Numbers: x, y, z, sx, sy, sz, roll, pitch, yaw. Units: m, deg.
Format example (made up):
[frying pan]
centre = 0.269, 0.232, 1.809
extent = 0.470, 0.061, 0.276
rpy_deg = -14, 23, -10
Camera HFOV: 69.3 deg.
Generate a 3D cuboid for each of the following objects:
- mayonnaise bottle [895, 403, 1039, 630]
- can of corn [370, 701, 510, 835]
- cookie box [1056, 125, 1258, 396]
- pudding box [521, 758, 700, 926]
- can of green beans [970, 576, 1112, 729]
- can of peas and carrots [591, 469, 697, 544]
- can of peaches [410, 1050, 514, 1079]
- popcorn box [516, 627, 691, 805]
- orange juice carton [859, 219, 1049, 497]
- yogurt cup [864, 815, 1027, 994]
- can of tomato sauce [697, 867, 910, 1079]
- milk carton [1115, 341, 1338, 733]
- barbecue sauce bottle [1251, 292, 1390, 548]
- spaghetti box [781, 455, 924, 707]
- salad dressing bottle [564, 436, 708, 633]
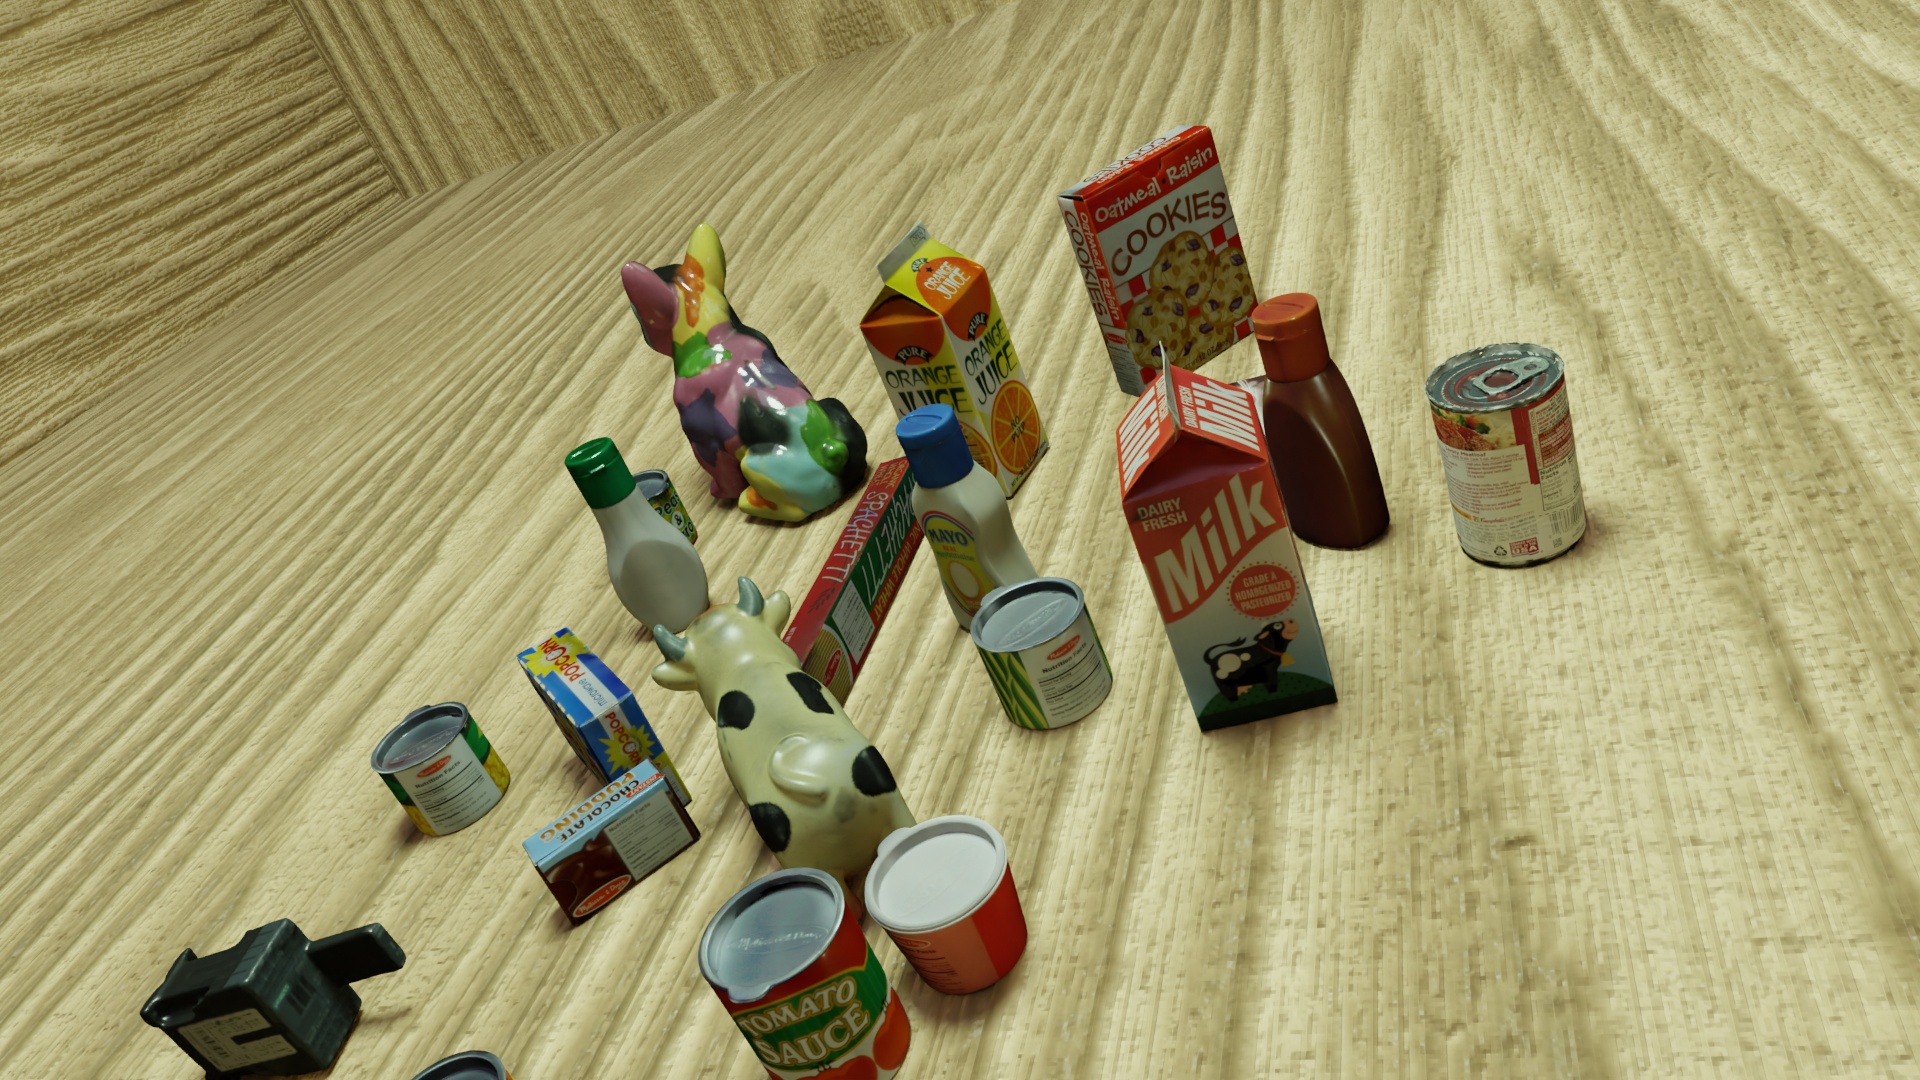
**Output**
[mayonnaise bottle]
centre = 0.003, -0.010, 0.835
extent = 0.065, 0.147, 0.041
rpy_deg = 7, 40, 42
[can of corn]
centre = -0.336, 0.146, 0.899
extent = 0.071, 0.058, 0.071
rpy_deg = -17, 29, 10
[cookie box]
centre = 0.154, -0.209, 1.045
extent = 0.123, 0.166, 0.040
rpy_deg = -33, 30, -19
[pudding box]
centre = -0.194, 0.167, 0.774
extent = 0.084, 0.049, 0.030
rpy_deg = -34, 31, -21
[can of green beans]
centre = 0.046, 0.063, 0.775
extent = 0.071, 0.057, 0.071
rpy_deg = -17, 29, 10
[can of peas and carrots]
centre = -0.251, -0.016, 1.114
extent = 0.071, 0.058, 0.071
rpy_deg = -17, 29, 10
[can of peaches]
centre = -0.213, 0.270, 0.606
extent = 0.071, 0.057, 0.071
rpy_deg = -17, 29, 10
[popcorn box]
centre = -0.218, 0.113, 0.846
extent = 0.038, 0.085, 0.127
rpy_deg = -34, 31, -20
[orange juice carton]
centre = -0.009, -0.127, 0.993
extent = 0.073, 0.192, 0.072
rpy_deg = -2, 35, 34
[yogurt cup]
centre = -0.003, 0.168, 0.634
extent = 0.072, 0.053, 0.073
rpy_deg = -17, 29, 10
[can of tomato sauce]
centre = -0.066, 0.196, 0.601
extent = 0.071, 0.082, 0.071
rpy_deg = -17, 29, 10
[milk carton]
centre = 0.127, -0.003, 0.691
extent = 0.073, 0.189, 0.073
rpy_deg = -16, 29, 13
[barbecue sauce bottle]
centre = 0.201, -0.068, 0.792
extent = 0.044, 0.148, 0.065
rpy_deg = -36, 31, -22
[spaghetti box]
centre = -0.067, 0.028, 0.920
extent = 0.028, 0.050, 0.251
rpy_deg = -9, 31, 23
[salad dressing bottle]
centre = -0.230, -0.003, 0.985
extent = 0.064, 0.147, 0.044
rpy_deg = -28, 29, -10
